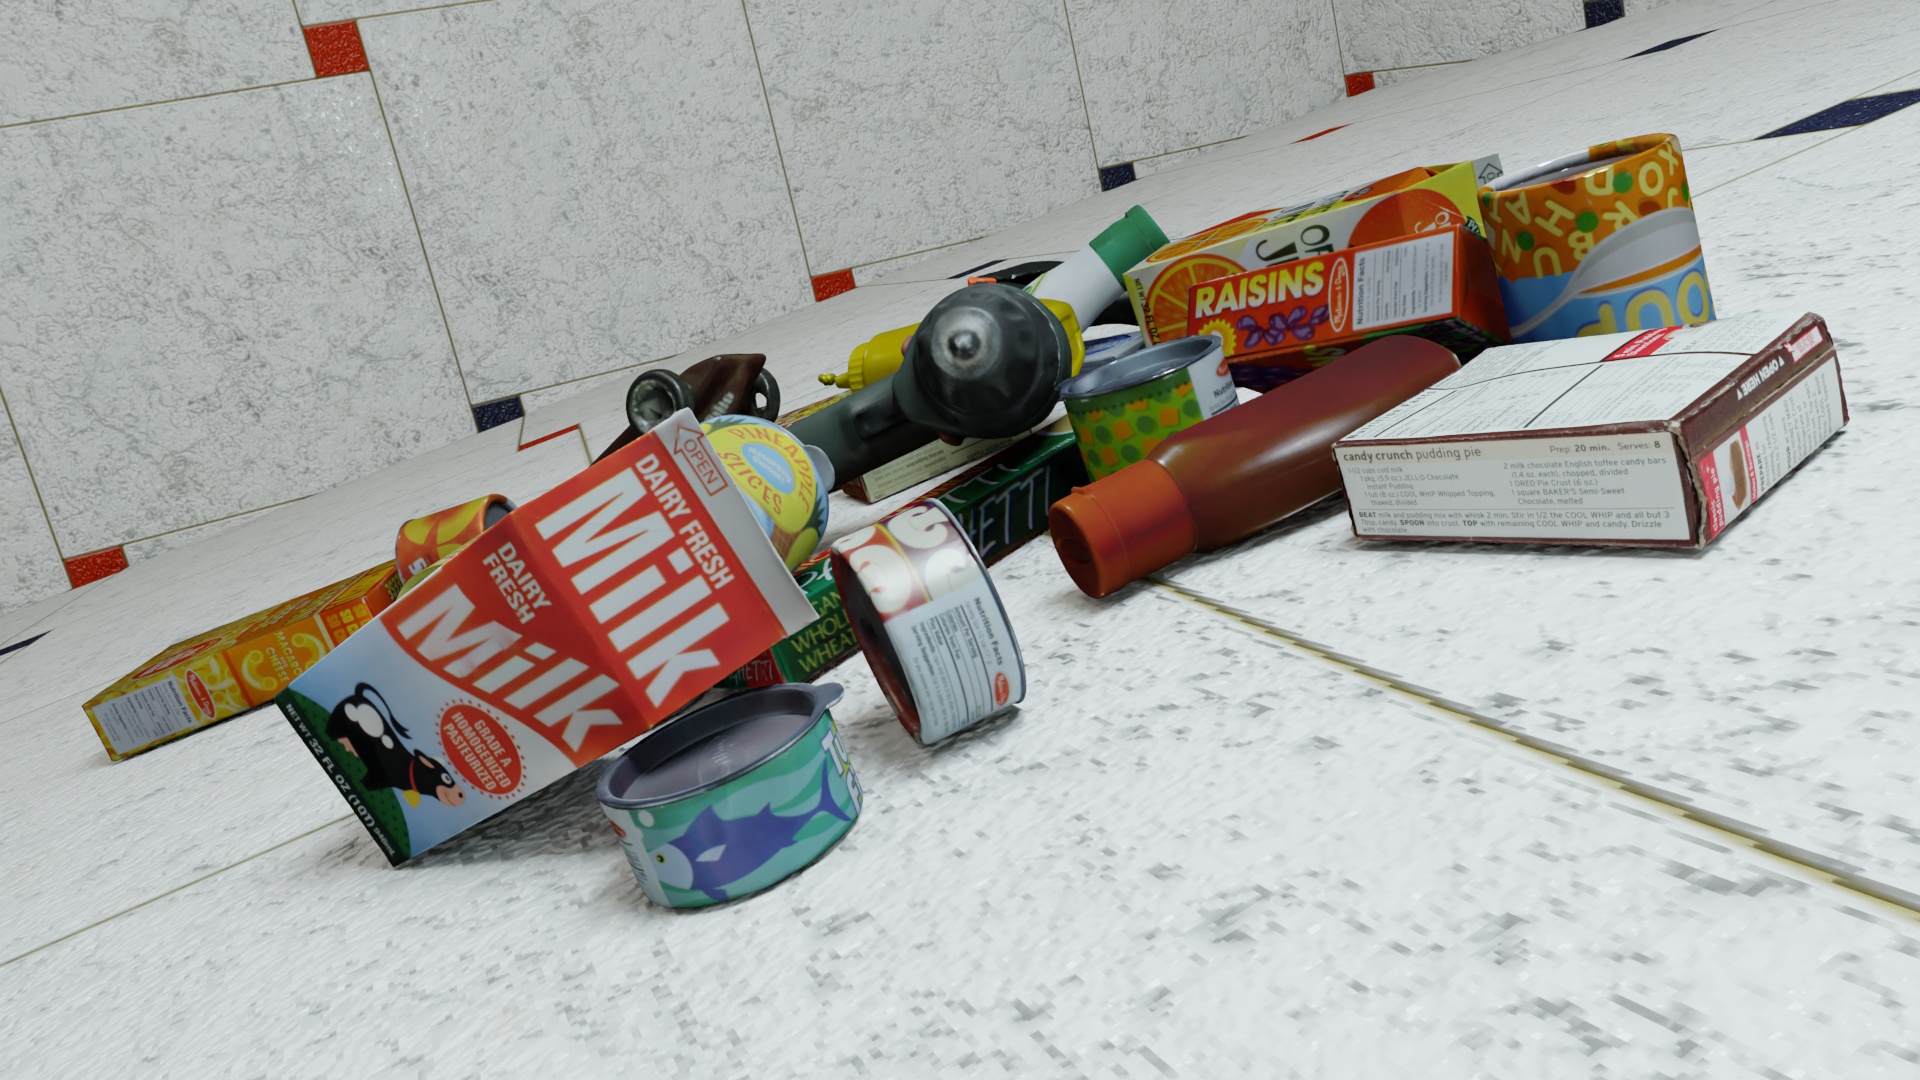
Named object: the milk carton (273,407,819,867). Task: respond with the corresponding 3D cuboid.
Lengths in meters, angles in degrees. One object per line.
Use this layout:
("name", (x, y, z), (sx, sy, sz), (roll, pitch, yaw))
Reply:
("milk carton", (-0.125, 0.030, 0.434), (0.190, 0.072, 0.074), (-28, 7, 35))

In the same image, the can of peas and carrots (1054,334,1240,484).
("can of peas and carrots", (0.077, -0.042, 0.549), (0.071, 0.058, 0.071), (-19, 14, 5))

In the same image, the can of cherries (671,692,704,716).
("can of cherries", (-0.138, 0.040, 0.535), (0.071, 0.058, 0.072), (-18, 15, 5))

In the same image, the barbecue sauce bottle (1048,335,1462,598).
("barbecue sauce bottle", (0.103, -0.026, 0.488), (0.149, 0.043, 0.065), (-24, 12, -15))

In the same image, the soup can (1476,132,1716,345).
("soup can", (0.224, -0.091, 0.483), (0.071, 0.083, 0.071), (-18, 15, 5))

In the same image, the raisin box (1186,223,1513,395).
("raisin box", (0.166, -0.087, 0.567), (0.086, 0.040, 0.123), (9, -9, -43))

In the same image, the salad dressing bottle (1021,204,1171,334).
("salad dressing bottle", (0.058, -0.140, 0.829), (0.147, 0.044, 0.064), (-38, 12, 9))

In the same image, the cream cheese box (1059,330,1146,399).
("cream cheese box", (0.081, -0.106, 0.849), (0.053, 0.024, 0.103), (-31, 18, -32))

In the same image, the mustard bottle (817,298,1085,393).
("mustard bottle", (-0.012, -0.098, 0.778), (0.160, 0.048, 0.066), (-4, 30, 31))

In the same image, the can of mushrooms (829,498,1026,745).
("can of mushrooms", (-0.011, 0.023, 0.409), (0.033, 0.071, 0.071), (-25, 15, -13))

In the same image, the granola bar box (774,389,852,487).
("granola bar box", (-0.086, -0.060, 0.871), (0.166, 0.039, 0.124), (-21, 15, -7))

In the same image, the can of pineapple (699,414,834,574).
("can of pineapple", (-0.086, -0.008, 0.500), (0.071, 0.071, 0.058), (-15, 15, 19))

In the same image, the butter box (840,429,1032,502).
("butter box", (-0.017, -0.053, 0.783), (0.104, 0.024, 0.053), (-24, 16, -16))

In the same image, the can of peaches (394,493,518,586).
("can of peaches", (-0.293, 0.012, 0.831), (0.058, 0.071, 0.071), (-17, 14, 8))

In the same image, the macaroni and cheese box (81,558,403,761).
("macaroni and cheese box", (-0.415, 0.066, 0.842), (0.166, 0.040, 0.124), (-21, 14, -4))

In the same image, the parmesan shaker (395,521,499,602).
("parmesan shaker", (-0.215, 0.027, 0.673), (0.071, 0.071, 0.103), (-17, 14, 13))

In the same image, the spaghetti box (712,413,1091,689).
("spaghetti box", (0.002, -0.007, 0.581), (0.251, 0.028, 0.050), (-31, 17, -38))

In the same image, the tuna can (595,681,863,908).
("tuna can", (-0.060, 0.067, 0.379), (0.071, 0.032, 0.071), (-19, 14, 5))

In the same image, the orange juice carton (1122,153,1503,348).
("orange juice carton", (0.193, -0.141, 0.734), (0.192, 0.071, 0.073), (-11, 17, 31))
